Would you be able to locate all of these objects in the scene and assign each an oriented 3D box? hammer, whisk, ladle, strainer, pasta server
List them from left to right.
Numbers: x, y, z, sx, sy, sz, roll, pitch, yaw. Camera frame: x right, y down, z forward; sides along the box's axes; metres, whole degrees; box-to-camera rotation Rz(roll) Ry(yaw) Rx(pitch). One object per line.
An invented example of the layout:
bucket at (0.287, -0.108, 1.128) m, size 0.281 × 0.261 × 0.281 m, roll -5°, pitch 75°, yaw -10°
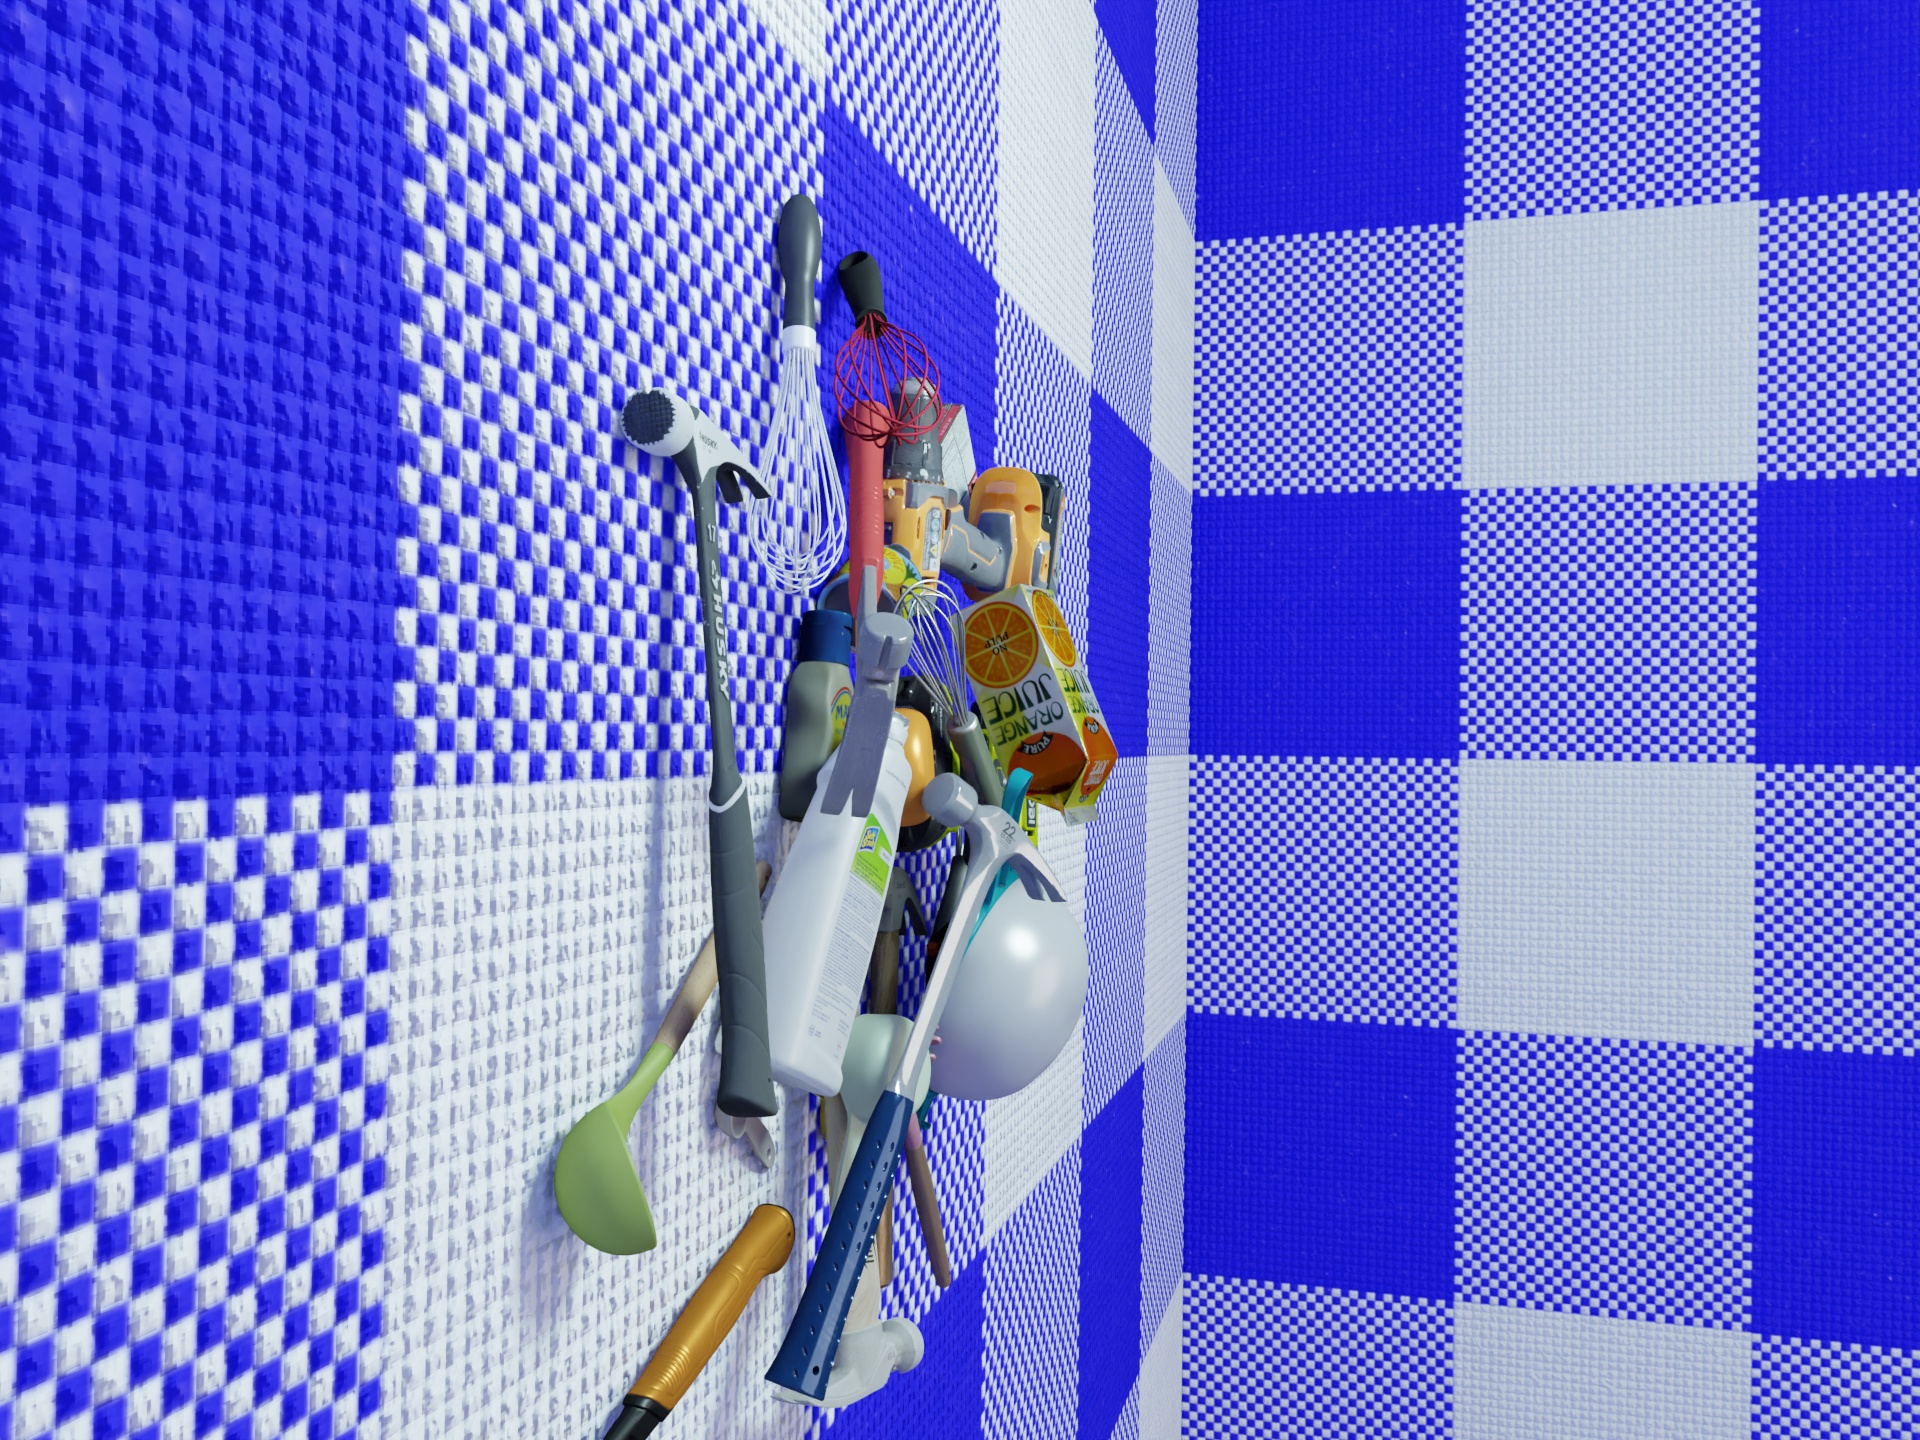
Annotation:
hammer at (-0.169, 0.367, 0.903) m, size 0.337 × 0.034 × 0.127 m, roll -41°, pitch 131°, yaw -69°
ladle at (-0.152, 0.175, 0.919) m, size 0.320 × 0.062 × 0.078 m, roll -67°, pitch 154°, yaw -59°
hammer at (-0.136, 0.024, 0.920) m, size 0.149 × 0.036 × 0.409 m, roll 16°, pitch 68°, yaw -75°
whisk at (-0.107, -0.222, 1.062) m, size 0.070 × 0.070 × 0.285 m, roll 37°, pitch 51°, yaw -70°
hammer at (-0.087, 0.261, 1.121) m, size 0.146 × 0.038 × 0.411 m, roll 12°, pitch 73°, yaw -61°
hammer at (-0.066, -0.104, 1.085) m, size 0.359 × 0.036 × 0.149 m, roll -95°, pitch -164°, yaw -50°
whisk at (-0.060, -0.266, 1.095) m, size 0.296 × 0.073 × 0.073 m, roll -103°, pitch -179°, yaw -53°
hammer at (-0.063, 0.282, 1.273) m, size 0.130 × 0.031 × 0.331 m, roll 9°, pitch 82°, yaw -73°
hammer at (-0.033, 0.245, 1.071) m, size 0.143 × 0.035 × 0.406 m, roll 40°, pitch 61°, yaw -37°
pasta server at (-0.028, 0.358, 1.275) m, size 0.060 × 0.040 × 0.316 m, roll -53°, pitch 144°, yaw -45°
whisk at (-0.002, -0.004, 1.182) m, size 0.059 × 0.058 × 0.246 m, roll -37°, pitch 131°, yaw -20°
whisk at (0.002, 0.129, 1.473) m, size 0.055 × 0.055 × 0.239 m, roll 61°, pitch 38°, yaw -60°
strainer at (0.056, 0.181, 1.267) m, size 0.211 × 0.095 × 0.340 m, roll -48°, pitch 155°, yaw -45°

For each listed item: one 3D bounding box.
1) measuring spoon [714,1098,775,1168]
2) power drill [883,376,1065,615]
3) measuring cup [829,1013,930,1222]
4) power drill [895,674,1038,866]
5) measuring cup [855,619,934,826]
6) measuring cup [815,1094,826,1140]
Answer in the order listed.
measuring spoon at (-0.141, 0.269, 1.040) m, size 0.124 × 0.018 × 0.034 m, roll 78°, pitch 17°, yaw -57°
power drill at (0.001, -0.177, 1.312) m, size 0.226 × 0.084 × 0.185 m, roll -4°, pitch 100°, yaw -57°
measuring cup at (-0.057, 0.280, 1.090) m, size 0.083 × 0.038 × 0.168 m, roll 50°, pitch 40°, yaw -43°
power drill at (-0.002, 0.028, 1.312) m, size 0.228 × 0.080 × 0.190 m, roll 12°, pitch 77°, yaw -62°
measuring cup at (-0.048, -0.007, 1.146) m, size 0.095 × 0.052 × 0.173 m, roll -80°, pitch 168°, yaw -78°
measuring cup at (-0.104, 0.270, 1.157) m, size 0.156 × 0.029 × 0.062 m, roll 52°, pitch 40°, yaw -48°
